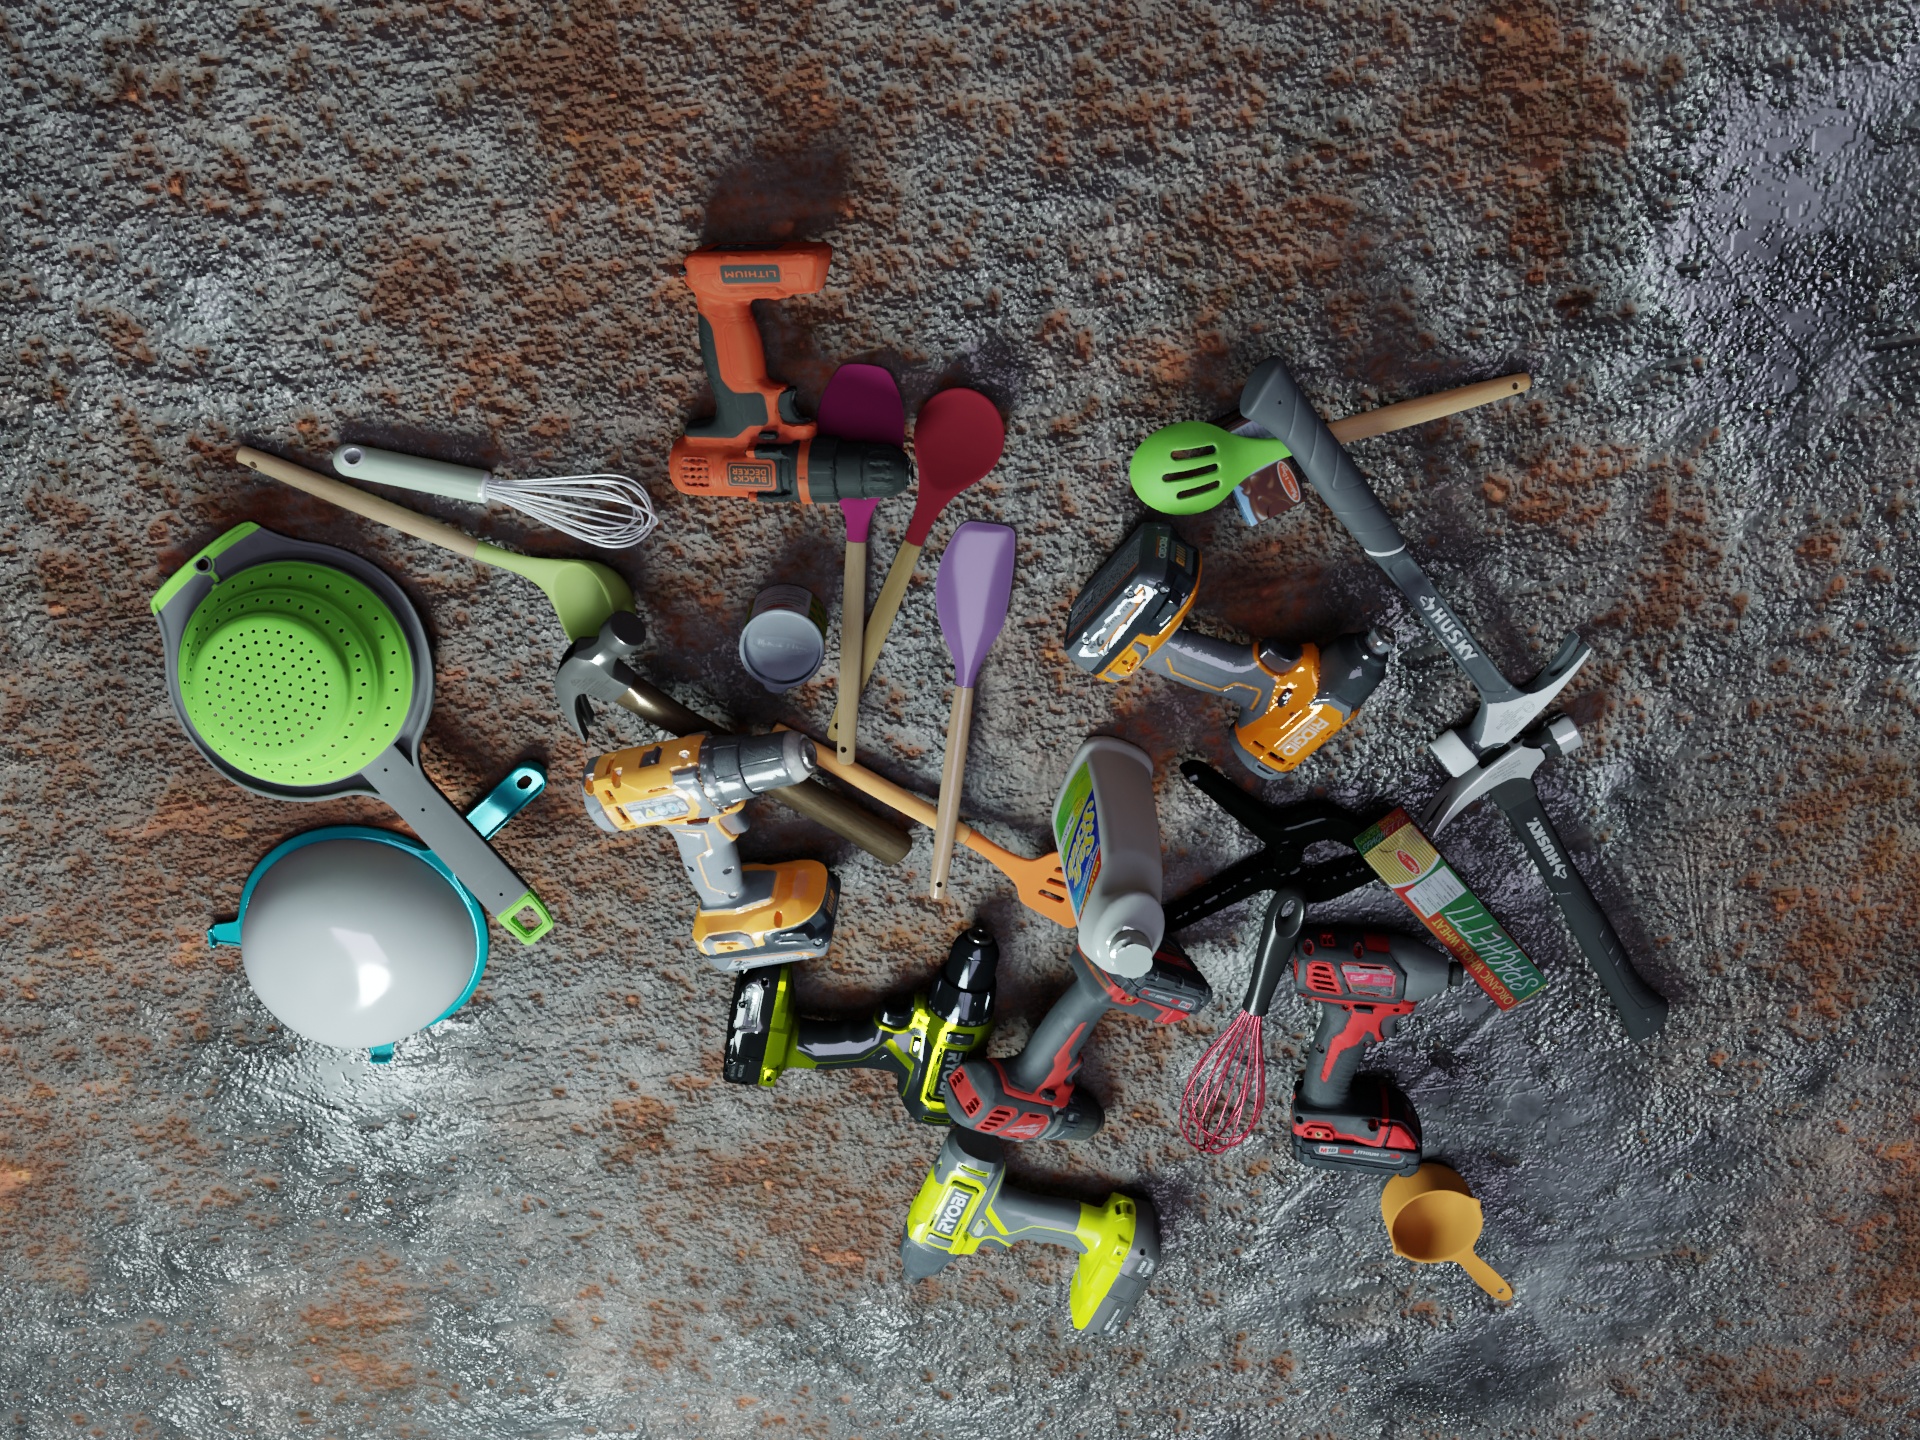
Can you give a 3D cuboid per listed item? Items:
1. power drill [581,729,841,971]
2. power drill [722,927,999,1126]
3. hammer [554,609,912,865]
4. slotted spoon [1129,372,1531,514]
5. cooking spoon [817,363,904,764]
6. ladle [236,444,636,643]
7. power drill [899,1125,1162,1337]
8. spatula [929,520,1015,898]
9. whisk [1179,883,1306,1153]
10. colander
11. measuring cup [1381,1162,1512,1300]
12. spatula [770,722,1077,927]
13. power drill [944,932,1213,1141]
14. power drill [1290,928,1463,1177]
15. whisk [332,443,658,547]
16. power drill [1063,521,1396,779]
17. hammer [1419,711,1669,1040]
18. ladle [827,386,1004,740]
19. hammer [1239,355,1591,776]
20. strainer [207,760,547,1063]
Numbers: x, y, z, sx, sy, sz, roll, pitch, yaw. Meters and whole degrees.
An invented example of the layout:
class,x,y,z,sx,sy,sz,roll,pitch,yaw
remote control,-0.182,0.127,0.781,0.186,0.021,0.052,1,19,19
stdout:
class,x,y,z,sx,sy,sz,roll,pitch,yaw
power drill,-0.169,0.096,1.265,0.185,0.084,0.226,-12,131,18
power drill,-0.082,0.254,1.386,0.228,0.080,0.190,9,115,-9
hammer,-0.175,0.032,1.273,0.331,0.031,0.130,33,135,-27
slotted spoon,0.279,-0.216,1.184,0.313,0.031,0.070,-16,112,-7
cooking spoon,-0.082,-0.115,1.236,0.069,0.017,0.318,8,110,11
ladle,-0.398,-0.134,1.211,0.320,0.062,0.078,22,131,-8
power drill,0.061,0.490,1.500,0.223,0.080,0.171,21,111,-7
spatula,-0.002,-0.004,1.284,0.059,0.018,0.315,6,106,-4
whisk,0.253,0.269,1.400,0.073,0.073,0.295,9,117,-6
colander,-0.460,0.030,1.221,0.204,0.094,0.397,-39,101,1
measuring cup,0.472,0.492,1.525,0.095,0.052,0.173,-39,112,15
spatula,-0.015,0.082,1.339,0.322,0.041,0.081,30,110,-10
power drill,0.113,0.283,1.386,0.187,0.080,0.226,25,111,-44
power drill,0.363,0.288,1.407,0.143,0.079,0.219,3,112,10
whisk,-0.350,-0.175,1.202,0.246,0.059,0.058,11,77,-3
power drill,0.213,-0.058,1.230,0.226,0.084,0.164,29,132,-15
hammer,0.528,0.156,1.382,0.146,0.035,0.334,-31,112,11
ladle,-0.045,-0.116,1.245,0.069,0.031,0.315,25,114,1
hammer,0.339,-0.123,1.212,0.149,0.036,0.408,-39,121,12
strainer,-0.467,0.161,1.320,0.340,0.095,0.211,-41,109,17
